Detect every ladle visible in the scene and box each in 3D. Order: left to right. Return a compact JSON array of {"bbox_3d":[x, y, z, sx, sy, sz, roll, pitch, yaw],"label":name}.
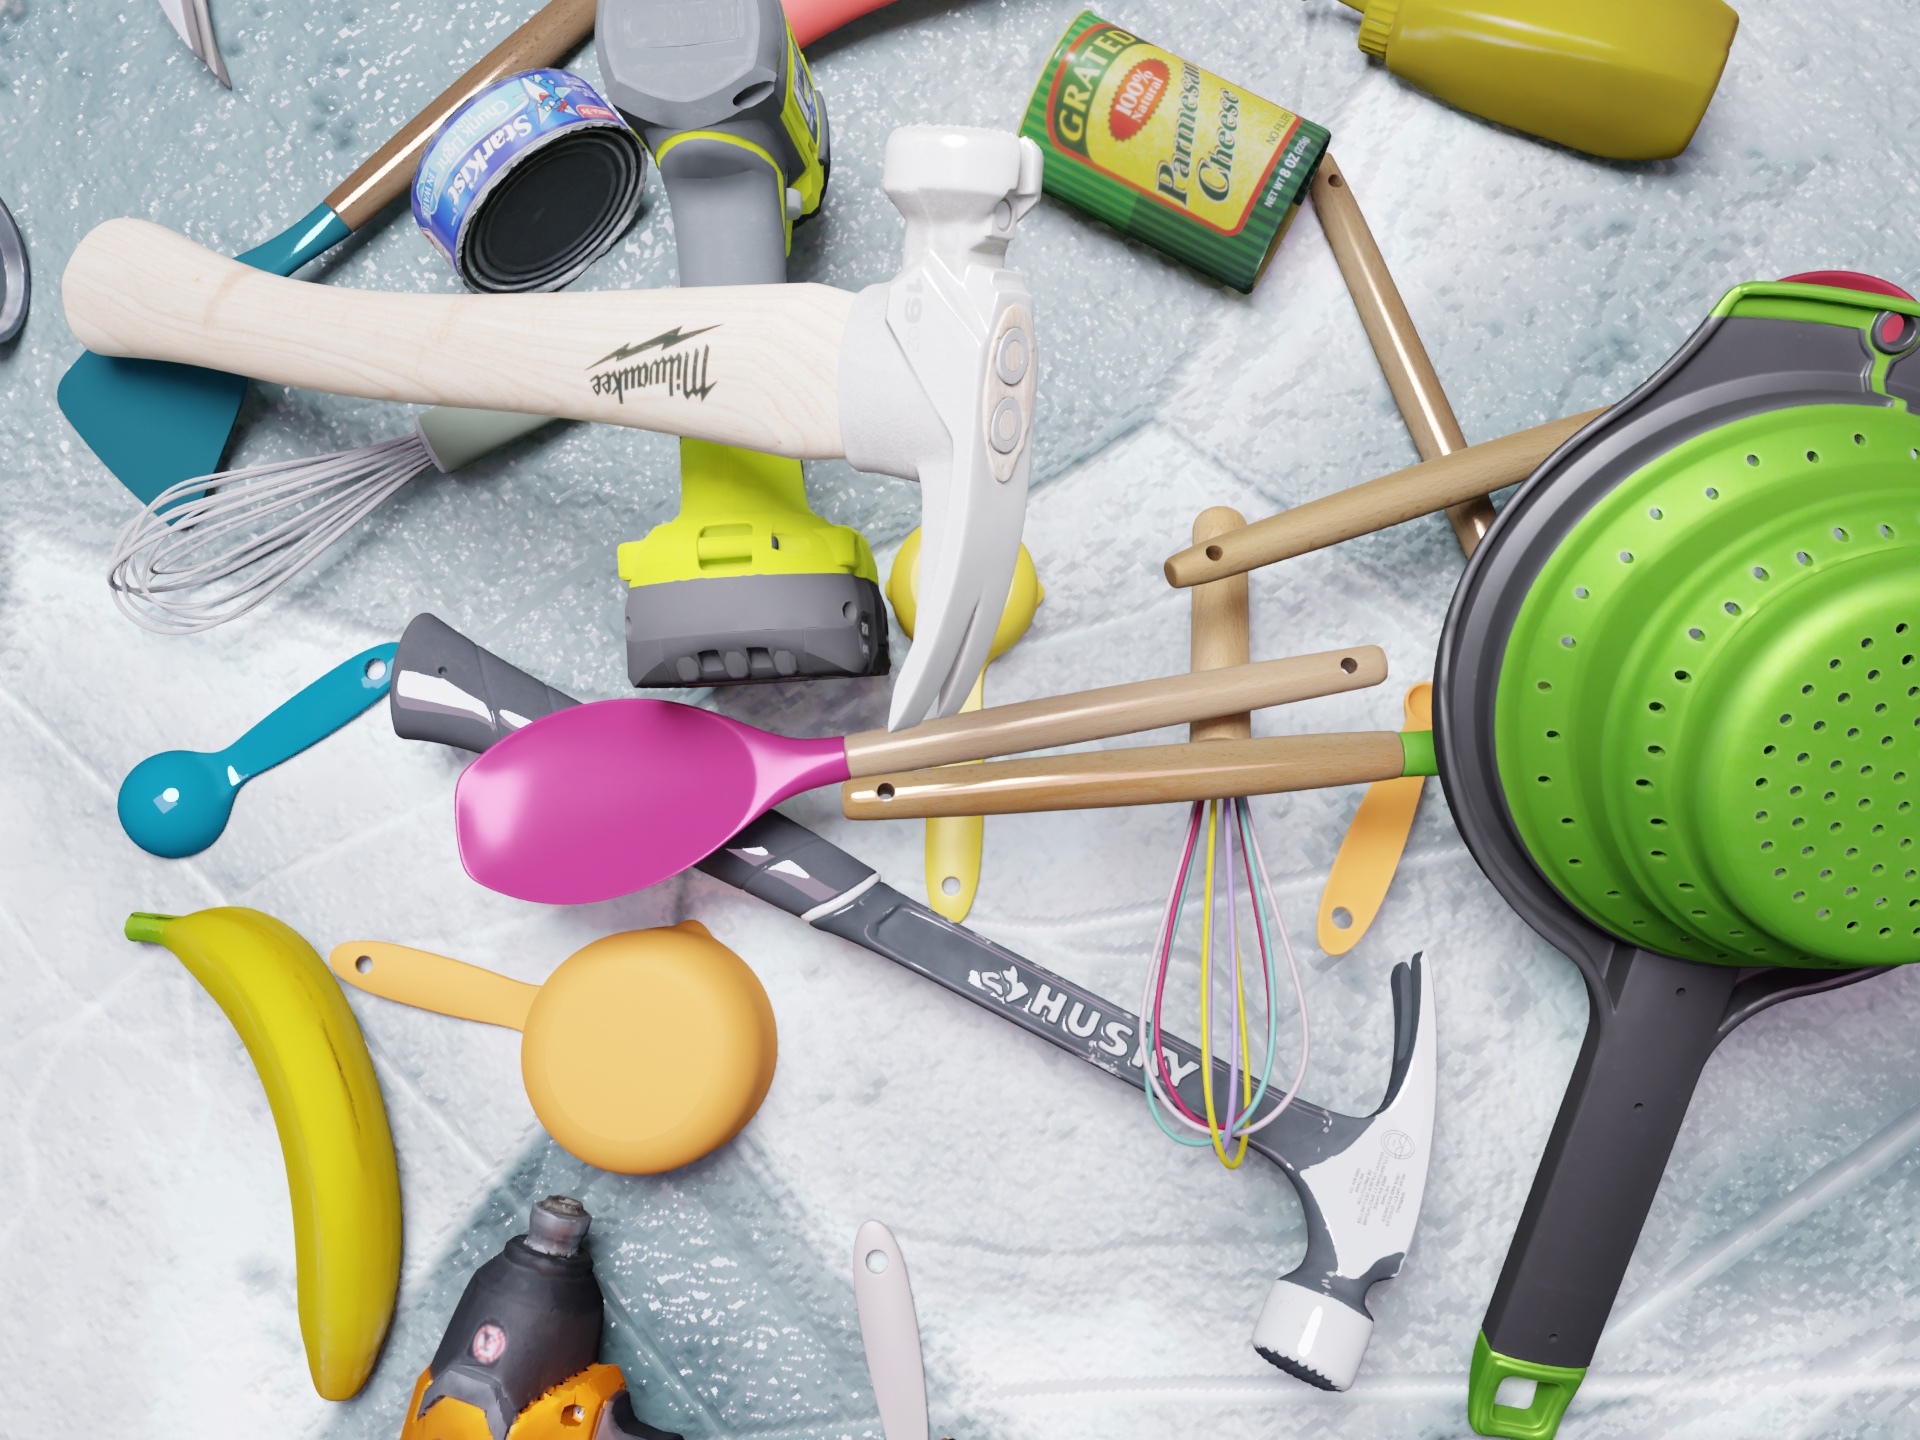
[{"bbox_3d":[0.196,-0.076,0.585,0.078,0.062,0.320,-17,79,-14],"label":"ladle"},{"bbox_3d":[0.214,-0.098,0.567,0.315,0.031,0.069,-19,70,-15],"label":"ladle"}]

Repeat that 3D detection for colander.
[{"bbox_3d":[0.231,0.078,0.473,0.204,0.094,0.397,11,107,-3],"label":"colander"}]

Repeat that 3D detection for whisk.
[{"bbox_3d":[-0.210,-0.103,0.609,0.246,0.057,0.059,-27,74,-6],"label":"whisk"},{"bbox_3d":[0.090,0.032,0.554,0.047,0.051,0.245,23,58,-31],"label":"whisk"}]

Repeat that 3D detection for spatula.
[{"bbox_3d":[-0.227,-0.214,0.636,0.082,0.044,0.317,44,82,8],"label":"spatula"}]

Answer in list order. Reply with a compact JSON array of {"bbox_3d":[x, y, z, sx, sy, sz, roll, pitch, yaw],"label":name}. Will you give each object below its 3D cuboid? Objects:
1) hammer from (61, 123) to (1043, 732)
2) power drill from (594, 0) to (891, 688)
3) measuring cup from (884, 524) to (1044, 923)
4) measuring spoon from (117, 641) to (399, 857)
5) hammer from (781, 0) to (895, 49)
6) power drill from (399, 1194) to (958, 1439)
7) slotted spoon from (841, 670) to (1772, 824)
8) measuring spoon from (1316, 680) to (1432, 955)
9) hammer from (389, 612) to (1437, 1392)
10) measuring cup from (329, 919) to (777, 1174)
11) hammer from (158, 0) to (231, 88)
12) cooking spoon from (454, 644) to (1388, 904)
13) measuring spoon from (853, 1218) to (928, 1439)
[{"bbox_3d":[-0.158,-0.106,0.496,0.411,0.038,0.146,13,106,32],"label":"hammer"},{"bbox_3d":[-0.071,-0.125,0.554,0.080,0.171,0.223,-3,91,4],"label":"power drill"},{"bbox_3d":[-0.001,-0.002,0.594,0.062,0.029,0.156,2,84,2],"label":"measuring cup"},{"bbox_3d":[-0.267,0.007,0.607,0.128,0.021,0.042,-34,83,-1],"label":"measuring spoon"},{"bbox_3d":[0.049,-0.328,0.595,0.359,0.037,0.149,-16,108,10],"label":"hammer"},{"bbox_3d":[-0.084,0.265,0.529,0.226,0.084,0.164,13,83,15],"label":"power drill"},{"bbox_3d":[0.118,0.015,0.520,0.313,0.031,0.070,-4,70,-3],"label":"slotted spoon"},{"bbox_3d":[0.153,0.035,0.577,0.021,0.011,0.117,27,67,5],"label":"measuring spoon"},{"bbox_3d":[-0.021,0.067,0.561,0.409,0.036,0.149,28,68,4],"label":"hammer"},{"bbox_3d":[-0.154,0.108,0.574,0.173,0.052,0.095,15,83,2],"label":"measuring cup"},{"bbox_3d":[-0.145,-0.371,0.645,0.386,0.038,0.143,-14,83,0],"label":"hammer"},{"bbox_3d":[-0.013,0.009,0.538,0.319,0.017,0.069,-10,73,-1],"label":"cooking spoon"},{"bbox_3d":[-0.022,0.242,0.568,0.034,0.018,0.124,-11,83,1],"label":"measuring spoon"}]
